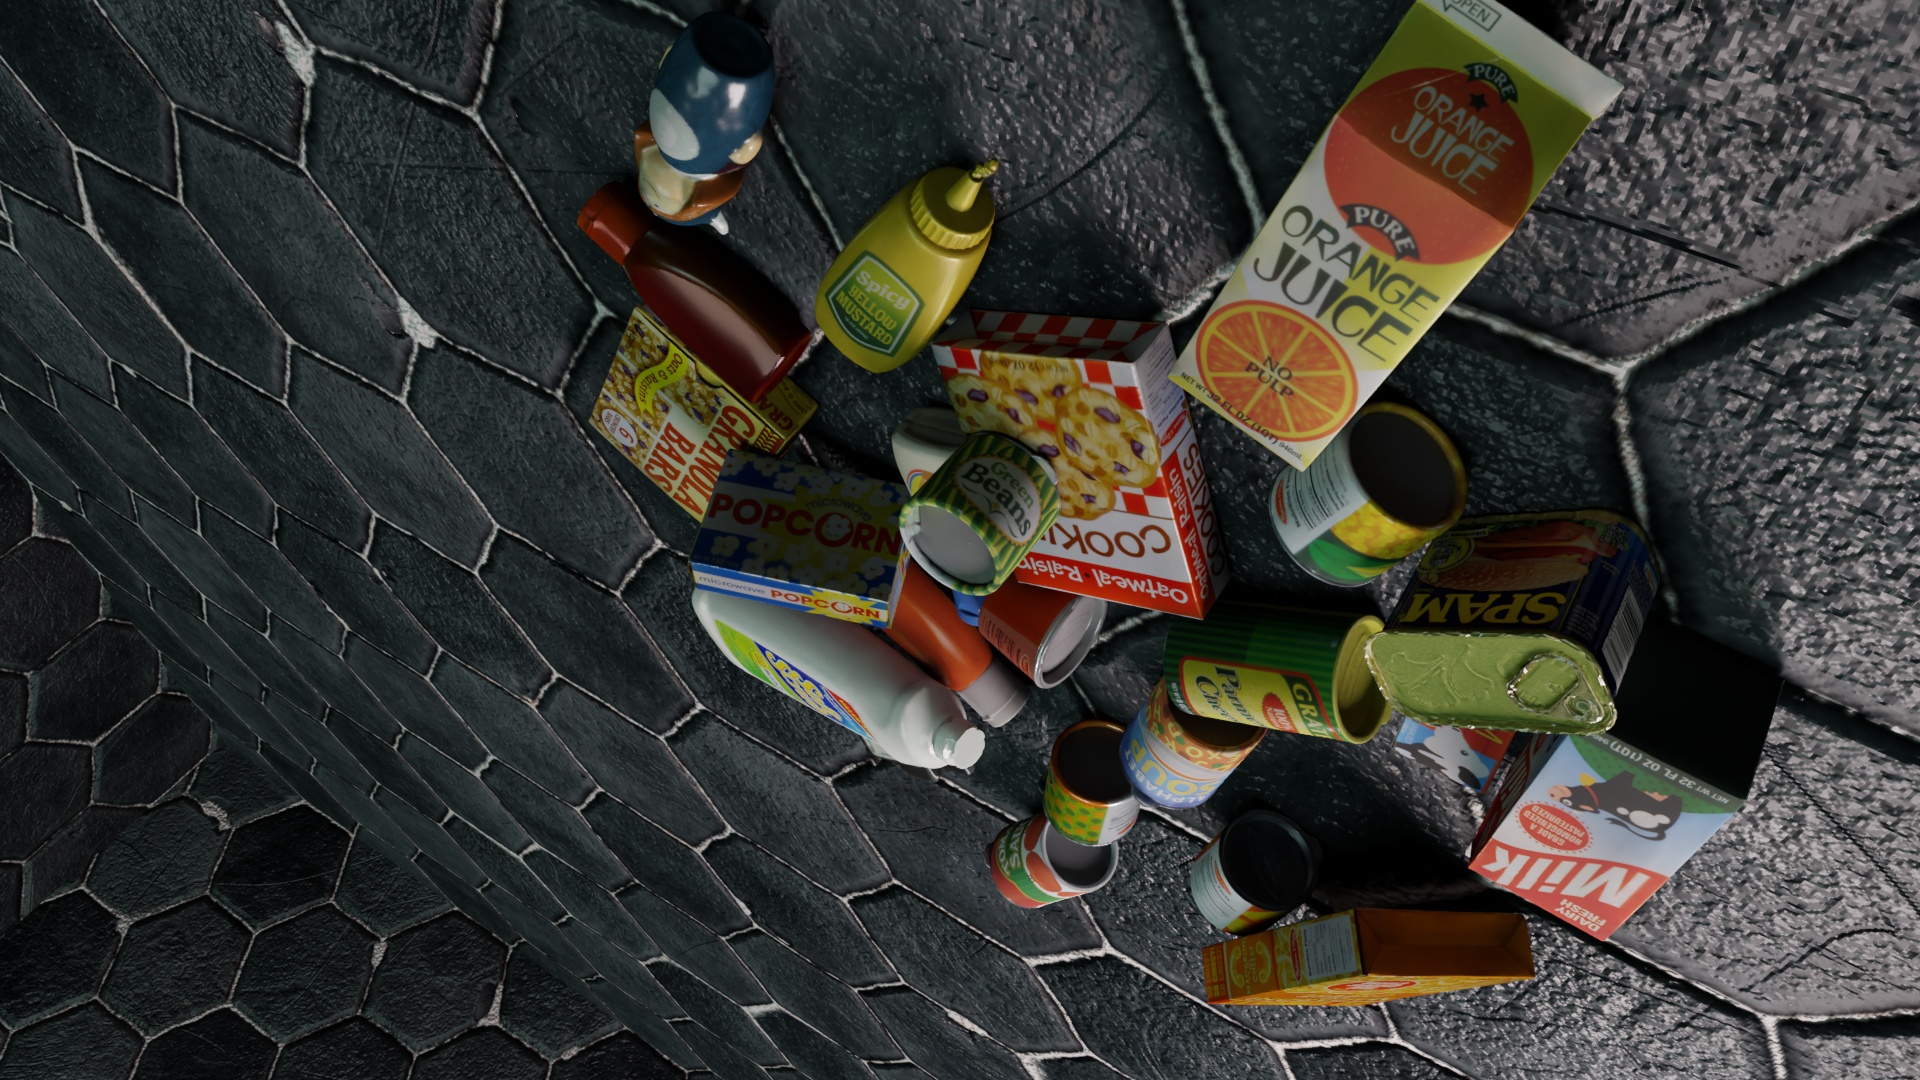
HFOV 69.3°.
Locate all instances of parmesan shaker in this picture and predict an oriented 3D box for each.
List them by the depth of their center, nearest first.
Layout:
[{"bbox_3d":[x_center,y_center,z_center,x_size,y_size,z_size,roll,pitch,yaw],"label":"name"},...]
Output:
[{"bbox_3d":[0.169,0.069,0.738,0.103,0.071,0.071,4,133,43],"label":"parmesan shaker"}]

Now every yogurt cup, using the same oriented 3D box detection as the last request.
[{"bbox_3d":[0.048,0.047,0.837,0.054,0.073,0.072,32,147,26],"label":"yogurt cup"}]

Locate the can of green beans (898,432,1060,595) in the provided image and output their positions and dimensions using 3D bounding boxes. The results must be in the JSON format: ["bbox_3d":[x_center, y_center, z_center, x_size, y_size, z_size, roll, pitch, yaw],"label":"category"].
[{"bbox_3d":[0.010,-0.014,0.729,0.071,0.058,0.071,27,144,21],"label":"can of green beans"}]

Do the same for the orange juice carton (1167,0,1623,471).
[{"bbox_3d":[0.157,-0.117,0.520,0.072,0.073,0.191,36,147,6],"label":"orange juice carton"}]

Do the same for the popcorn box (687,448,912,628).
[{"bbox_3d":[-0.095,-0.002,0.860,0.127,0.085,0.038,12,150,4],"label":"popcorn box"}]

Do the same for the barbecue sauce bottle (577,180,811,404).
[{"bbox_3d":[-0.160,-0.150,0.825,0.148,0.044,0.064,42,140,-2],"label":"barbecue sauce bottle"}]

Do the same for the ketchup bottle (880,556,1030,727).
[{"bbox_3d":[-0.016,0.064,0.937,0.148,0.044,0.064,46,153,-10],"label":"ketchup bottle"}]

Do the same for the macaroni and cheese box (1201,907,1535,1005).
[{"bbox_3d":[0.246,0.259,0.858,0.124,0.040,0.165,8,155,-21],"label":"macaroni and cheese box"}]

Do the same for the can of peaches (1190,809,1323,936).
[{"bbox_3d":[0.190,0.214,0.894,0.071,0.071,0.057,34,147,9],"label":"can of peaches"}]

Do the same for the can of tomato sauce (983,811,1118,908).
[{"bbox_3d":[0.068,0.234,1.037,0.071,0.071,0.082,43,146,-5],"label":"can of tomato sauce"}]

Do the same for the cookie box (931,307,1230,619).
[{"bbox_3d":[0.067,-0.040,0.734,0.123,0.040,0.166,11,137,37],"label":"cookie box"}]

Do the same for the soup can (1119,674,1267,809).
[{"bbox_3d":[0.136,0.114,0.820,0.071,0.072,0.083,34,147,9],"label":"soup can"}]

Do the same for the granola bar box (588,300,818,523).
[{"bbox_3d":[-0.176,-0.083,0.925,0.124,0.039,0.165,42,148,-4],"label":"granola bar box"}]

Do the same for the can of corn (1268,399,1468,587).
[{"bbox_3d":[0.183,-0.021,0.619,0.071,0.071,0.058,40,147,0],"label":"can of corn"}]

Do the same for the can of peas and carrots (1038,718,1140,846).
[{"bbox_3d":[0.088,0.160,0.928,0.071,0.071,0.058,28,145,18],"label":"can of peas and carrots"}]

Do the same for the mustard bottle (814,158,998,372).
[{"bbox_3d":[-0.022,-0.142,0.690,0.065,0.049,0.159,41,148,-4],"label":"mustard bottle"}]

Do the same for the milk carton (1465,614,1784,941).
[{"bbox_3d":[0.304,0.124,0.663,0.072,0.074,0.189,27,146,18],"label":"milk carton"}]

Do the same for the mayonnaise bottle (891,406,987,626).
[{"bbox_3d":[0.003,-0.010,0.831,0.065,0.041,0.147,17,140,29],"label":"mayonnaise bottle"}]

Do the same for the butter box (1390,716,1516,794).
[{"bbox_3d":[0.258,0.084,0.705,0.053,0.024,0.103,26,145,21],"label":"butter box"}]
